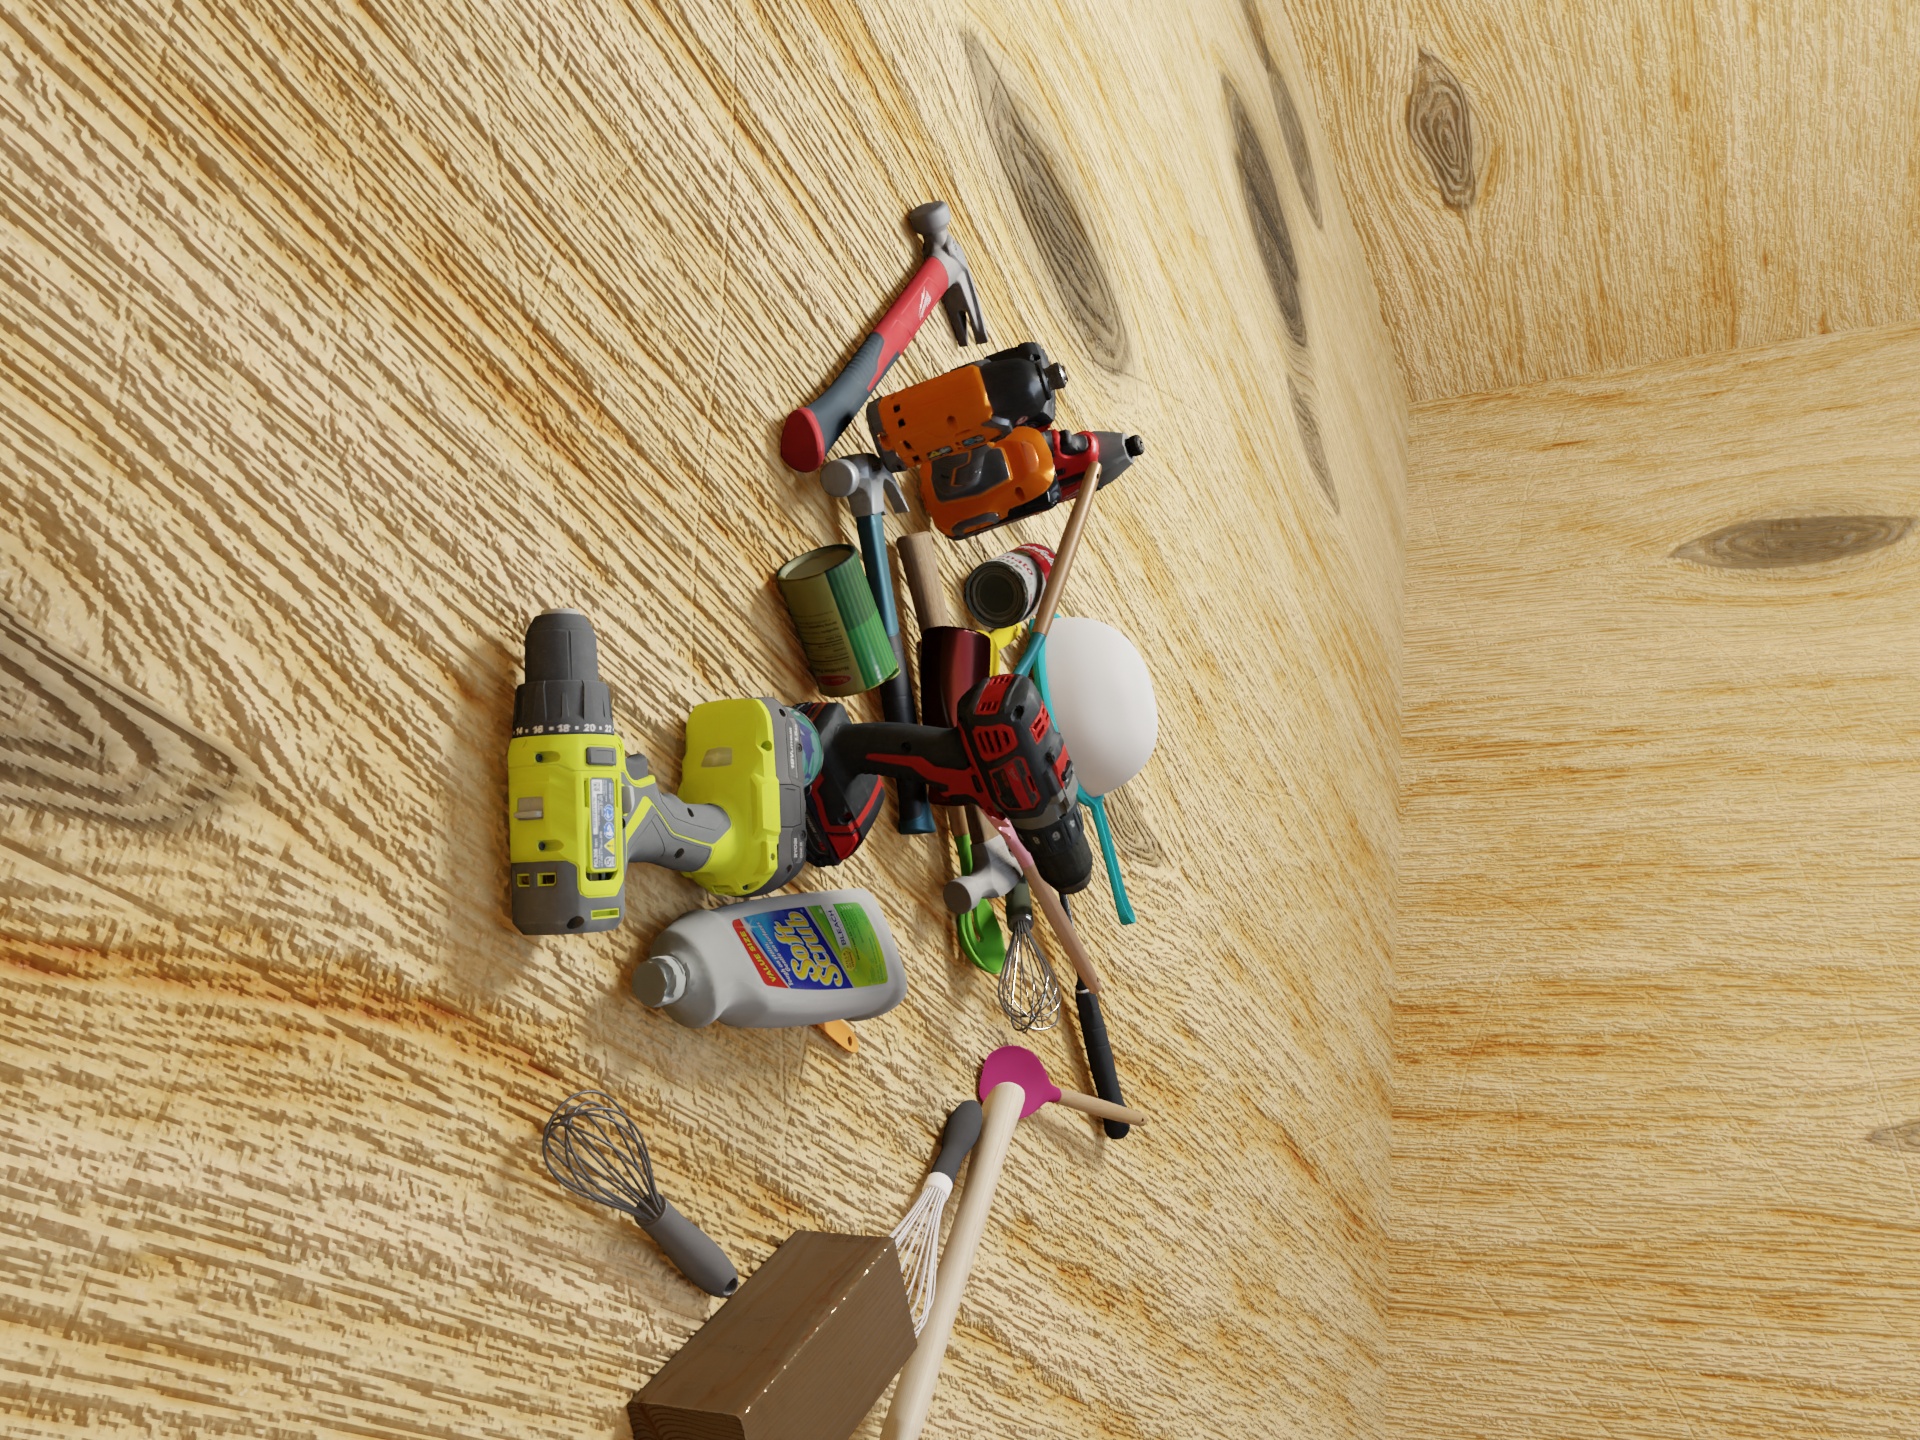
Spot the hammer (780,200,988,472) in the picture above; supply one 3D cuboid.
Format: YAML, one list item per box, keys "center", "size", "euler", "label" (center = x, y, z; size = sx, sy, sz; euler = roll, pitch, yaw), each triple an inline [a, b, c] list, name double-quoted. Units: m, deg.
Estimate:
- center: [-0.062, -0.312, 1.386]
  size: [0.387, 0.038, 0.143]
  euler: [-64, 142, -46]
  label: "hammer"

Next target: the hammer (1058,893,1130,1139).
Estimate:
- center: [0.125, 0.264, 1.636]
  size: [0.149, 0.036, 0.408]
  euler: [-82, 160, -64]
  label: "hammer"

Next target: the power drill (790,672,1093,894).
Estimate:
- center: [-0.017, 0.058, 1.192]
  size: [0.187, 0.227, 0.080]
  euler: [66, 32, -32]
  label: "power drill"

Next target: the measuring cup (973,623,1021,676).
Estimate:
- center: [0.037, -0.074, 1.550]
  size: [0.156, 0.029, 0.062]
  euler: [-37, 118, -58]
  label: "measuring cup"

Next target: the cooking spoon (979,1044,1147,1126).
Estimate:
- center: [0.107, 0.377, 1.584]
  size: [0.318, 0.017, 0.069]
  euler: [30, 69, -50]
  label: "cooking spoon"

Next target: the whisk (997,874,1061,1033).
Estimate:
- center: [0.055, 0.191, 1.451]
  size: [0.247, 0.059, 0.057]
  euler: [-96, -153, -55]
  label: "whisk"

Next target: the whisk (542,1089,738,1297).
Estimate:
- center: [-0.193, 0.305, 0.999]
  size: [0.238, 0.055, 0.055]
  euler: [65, 32, -43]
  label: "whisk"

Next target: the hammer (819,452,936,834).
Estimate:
- center: [-0.060, -0.059, 1.332]
  size: [0.128, 0.033, 0.331]
  euler: [-45, 129, -70]
  label: "hammer"

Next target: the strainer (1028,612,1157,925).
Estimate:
- center: [0.168, 0.041, 1.664]
  size: [0.211, 0.095, 0.340]
  euler: [-8, 84, -72]
  label: "strainer"

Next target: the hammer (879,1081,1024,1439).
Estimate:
- center: [-0.003, 0.448, 1.290]
  size: [0.038, 0.146, 0.411]
  euler: [31, 37, -5]
  label: "hammer"

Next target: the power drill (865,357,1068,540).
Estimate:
- center: [0.023, -0.237, 1.358]
  size: [0.226, 0.164, 0.084]
  euler: [43, 29, -74]
  label: "power drill"

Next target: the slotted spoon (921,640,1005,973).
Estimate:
- center: [-0.003, 0.078, 1.446]
  size: [0.070, 0.031, 0.314]
  euler: [-20, 101, -64]
  label: "slotted spoon"

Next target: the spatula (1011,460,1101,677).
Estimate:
- center: [0.092, -0.102, 1.504]
  size: [0.082, 0.044, 0.318]
  euler: [37, 67, -52]
  label: "spatula"

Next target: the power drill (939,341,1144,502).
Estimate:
- center: [0.081, -0.278, 1.553]
  size: [0.219, 0.143, 0.079]
  euler: [26, 54, -58]
  label: "power drill"

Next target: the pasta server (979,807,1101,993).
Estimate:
- center: [0.077, 0.145, 1.439]
  size: [0.060, 0.040, 0.315]
  euler: [-74, 145, -45]
  label: "pasta server"

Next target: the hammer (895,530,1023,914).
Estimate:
- center: [-0.002, -0.005, 1.414]
  size: [0.130, 0.031, 0.331]
  euler: [-23, 102, -54]
  label: "hammer"

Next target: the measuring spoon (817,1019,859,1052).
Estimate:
- center: [-0.106, 0.234, 1.228]
  size: [0.116, 0.011, 0.021]
  euler: [53, 29, -52]
  label: "measuring spoon"

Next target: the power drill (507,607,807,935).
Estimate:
- center: [-0.195, 0.033, 1.008]
  size: [0.228, 0.080, 0.190]
  euler: [6, 80, -61]
  label: "power drill"

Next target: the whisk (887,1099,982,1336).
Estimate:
- center: [-0.029, 0.408, 1.305]
  size: [0.285, 0.070, 0.070]
  euler: [-57, 135, -59]
  label: "whisk"
